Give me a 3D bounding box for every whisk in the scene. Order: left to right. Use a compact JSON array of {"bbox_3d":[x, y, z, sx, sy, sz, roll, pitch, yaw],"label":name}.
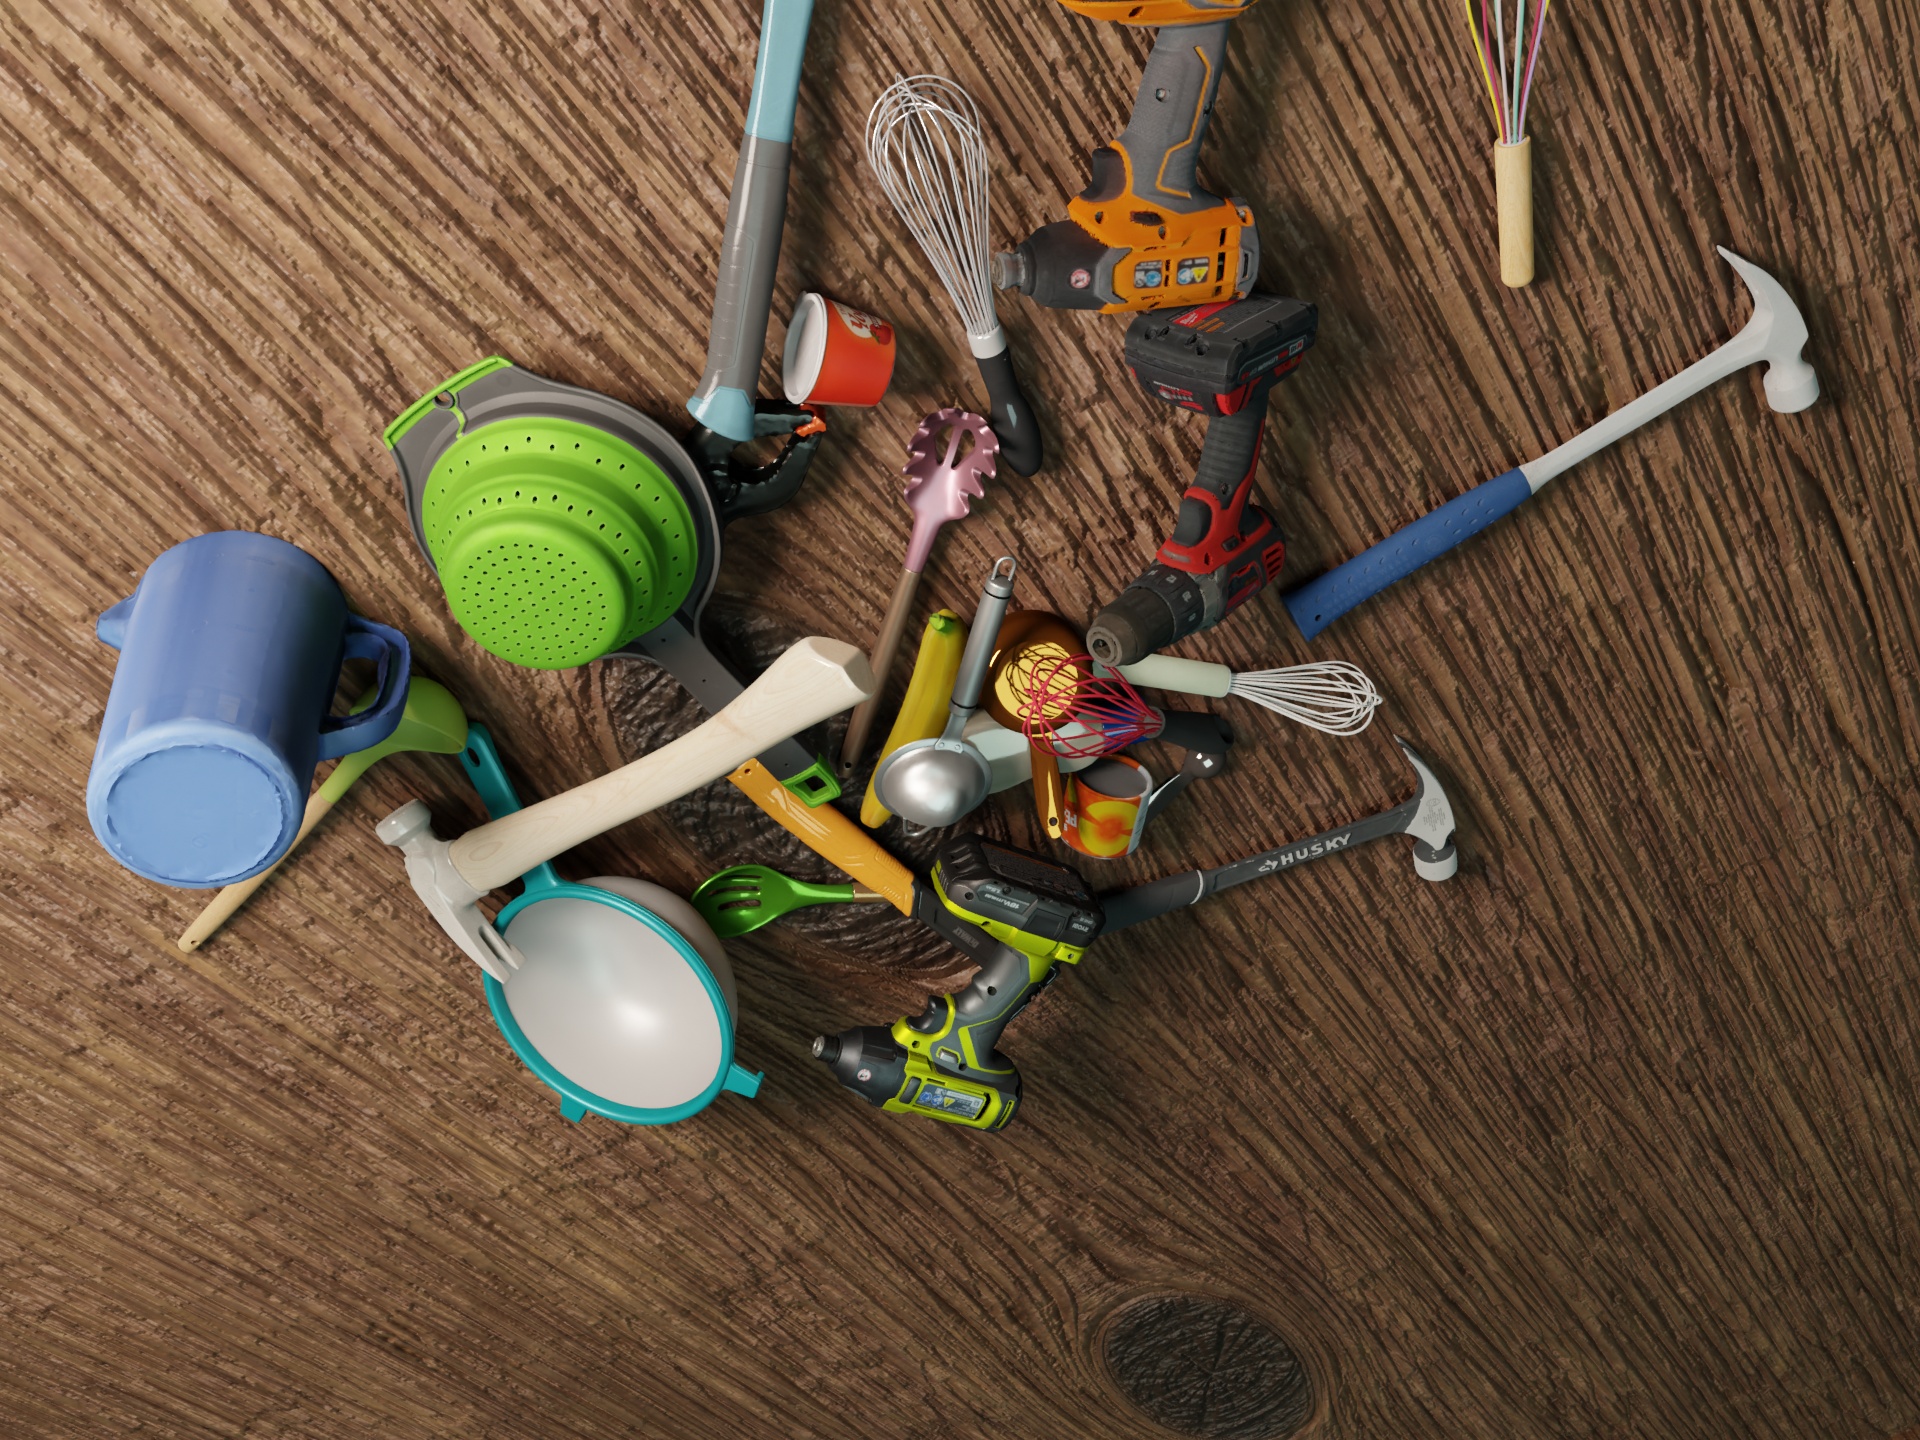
[{"bbox_3d":[0.008,-0.264,0.988,0.070,0.070,0.284,-21,132,2],"label":"whisk"},{"bbox_3d":[0.127,0.000,1.137,0.073,0.073,0.295,-48,152,20],"label":"whisk"},{"bbox_3d":[0.207,-0.029,1.212,0.246,0.059,0.058,8,79,-14],"label":"whisk"},{"bbox_3d":[0.347,-0.383,0.992,0.047,0.051,0.244,-23,130,-4],"label":"whisk"}]

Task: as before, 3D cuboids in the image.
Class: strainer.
[{"bbox_3d":[-0.274,0.140,1.197,0.211,0.095,0.340,-15,108,27],"label":"strainer"},{"bbox_3d":[-0.002,-0.004,1.110,0.087,0.050,0.258,7,124,-15],"label":"strainer"}]

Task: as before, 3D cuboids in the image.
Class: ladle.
[{"bbox_3d":[-0.462,0.077,1.125,0.320,0.062,0.078,-41,133,20],"label":"ladle"}]

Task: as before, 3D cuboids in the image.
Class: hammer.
[{"bbox_3d":[-0.216,0.055,1.053,0.410,0.038,0.146,-25,105,30],"label":"hammer"},{"bbox_3d":[-0.114,-0.322,0.916,0.128,0.033,0.330,5,117,-17],"label":"hammer"},{"bbox_3d":[-0.060,0.129,1.239,0.127,0.034,0.336,-45,115,6],"label":"hammer"},{"bbox_3d":[0.214,0.130,1.329,0.409,0.036,0.149,-18,126,1],"label":"hammer"},{"bbox_3d":[0.416,-0.184,1.151,0.405,0.035,0.143,-31,126,10],"label":"hammer"}]

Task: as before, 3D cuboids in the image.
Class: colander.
[{"bbox_3d":[-0.210,-0.048,1.036,0.204,0.095,0.396,-27,124,23],"label":"colander"}]

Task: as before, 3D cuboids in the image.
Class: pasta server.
[{"bbox_3d":[-0.042,-0.081,1.119,0.060,0.040,0.316,17,122,-6],"label":"pasta server"}]

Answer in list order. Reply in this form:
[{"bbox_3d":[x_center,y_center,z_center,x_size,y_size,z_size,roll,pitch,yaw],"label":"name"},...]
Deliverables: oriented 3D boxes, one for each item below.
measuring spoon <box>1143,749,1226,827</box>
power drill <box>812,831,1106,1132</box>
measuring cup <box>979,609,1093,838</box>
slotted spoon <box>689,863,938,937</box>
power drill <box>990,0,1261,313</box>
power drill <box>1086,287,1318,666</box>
[{"bbox_3d":[0.167,0.064,1.281,0.034,0.018,0.124,33,113,-30],"label":"measuring spoon"},{"bbox_3d":[0.000,0.207,1.227,0.171,0.080,0.223,20,108,-22],"label":"power drill"},{"bbox_3d":[0.059,0.008,1.153,0.095,0.052,0.173,-9,100,-1],"label":"measuring cup"},{"bbox_3d":[-0.062,0.139,1.278,0.313,0.031,0.070,0,123,-15],"label":"slotted spoon"},{"bbox_3d":[0.097,-0.347,0.920,0.164,0.084,0.226,-10,124,-13],"label":"power drill"},{"bbox_3d":[0.151,-0.153,1.040,0.188,0.080,0.226,-34,137,-37],"label":"power drill"}]
